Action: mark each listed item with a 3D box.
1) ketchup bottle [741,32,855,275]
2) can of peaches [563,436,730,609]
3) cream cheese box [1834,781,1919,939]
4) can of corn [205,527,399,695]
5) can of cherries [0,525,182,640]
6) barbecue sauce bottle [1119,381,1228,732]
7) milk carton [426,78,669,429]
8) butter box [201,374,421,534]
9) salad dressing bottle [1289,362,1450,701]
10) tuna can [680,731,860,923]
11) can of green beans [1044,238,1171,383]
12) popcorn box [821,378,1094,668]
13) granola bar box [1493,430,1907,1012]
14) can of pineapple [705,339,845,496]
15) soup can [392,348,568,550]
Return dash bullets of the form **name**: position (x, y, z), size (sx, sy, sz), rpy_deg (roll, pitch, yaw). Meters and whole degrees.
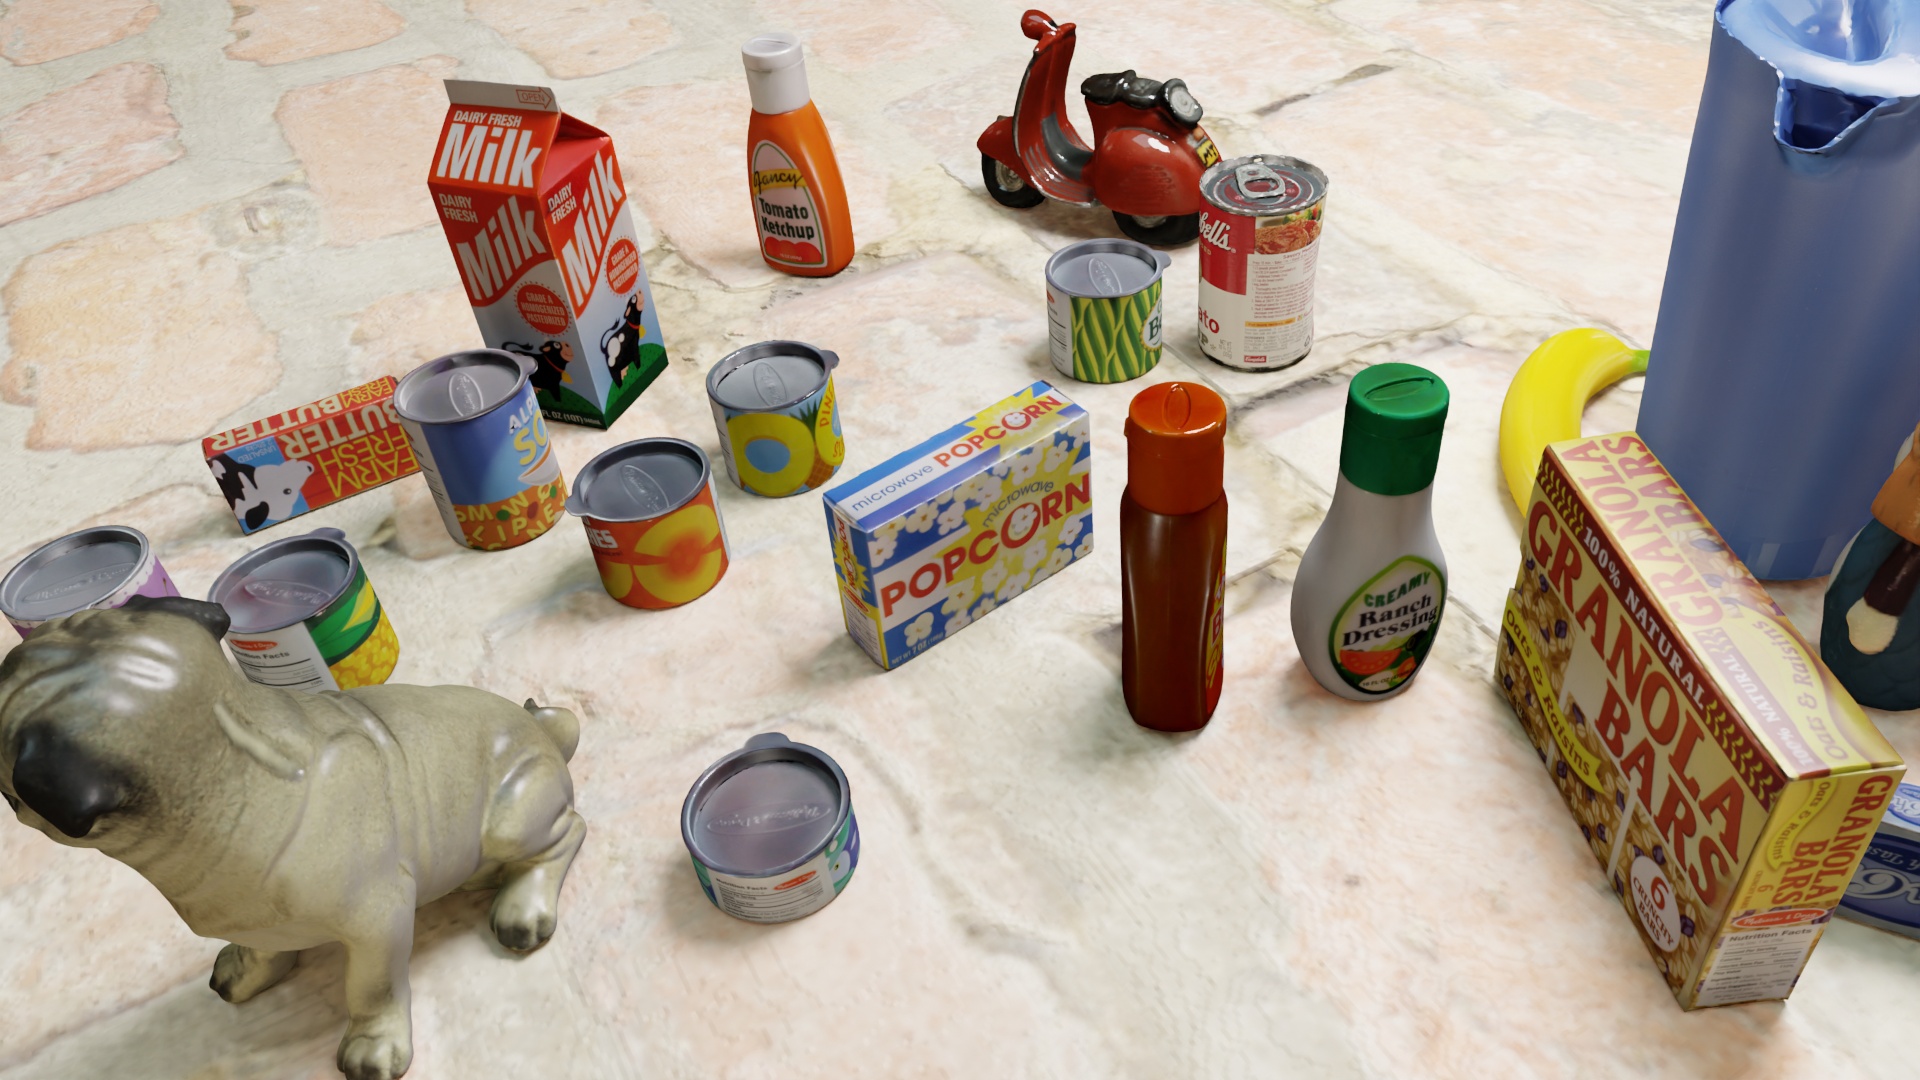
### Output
- **ketchup bottle**: position (-0.107, -0.243, 0.879), size (0.065, 0.148, 0.044), rpy_deg (14, 44, 23)
- **can of peaches**: position (-0.151, -0.008, 0.677), size (0.071, 0.057, 0.071), rpy_deg (-4, 40, 3)
- **cream cheese box**: position (0.324, 0.109, 0.478), size (0.104, 0.053, 0.024), rpy_deg (15, 45, 24)
- **can of corn**: position (-0.301, 0.038, 0.644), size (0.071, 0.058, 0.071), rpy_deg (-4, 40, 3)
- **can of cherries**: position (-0.408, 0.037, 0.659), size (0.071, 0.058, 0.072), rpy_deg (-4, 40, 3)
- **barbecue sauce bottle**: position (0.086, 0.007, 0.558), size (0.044, 0.147, 0.065), rpy_deg (2, 41, 11)
- **milk carton**: position (-0.228, -0.162, 0.768), size (0.072, 0.189, 0.074), rpy_deg (10, 43, 19)
- **butter box**: position (-0.348, -0.047, 0.755), size (0.104, 0.052, 0.024), rpy_deg (-24, 43, -20)
- **salad dressing bottle**: position (0.167, -0.001, 0.557), size (0.064, 0.146, 0.044), rpy_deg (-15, 41, -10)
- **tuna can**: position (-0.074, 0.112, 0.545), size (0.071, 0.032, 0.071), rpy_deg (-4, 40, 3)
- **can of green beans**: position (0.082, -0.131, 0.792), size (0.071, 0.057, 0.071), rpy_deg (-4, 40, 3)
- **popcorn box**: position (0.002, -0.008, 0.636), size (0.127, 0.084, 0.038), rpy_deg (-30, 45, -25)
- **granola bar box**: position (0.247, 0.059, 0.493), size (0.039, 0.123, 0.166), rpy_deg (-8, 40, -1)
- **can of pineapple**: position (-0.095, -0.065, 0.738), size (0.071, 0.057, 0.071), rpy_deg (-4, 40, 3)
- **soup can**: position (-0.243, -0.047, 0.717), size (0.071, 0.083, 0.072), rpy_deg (-4, 40, 3)
